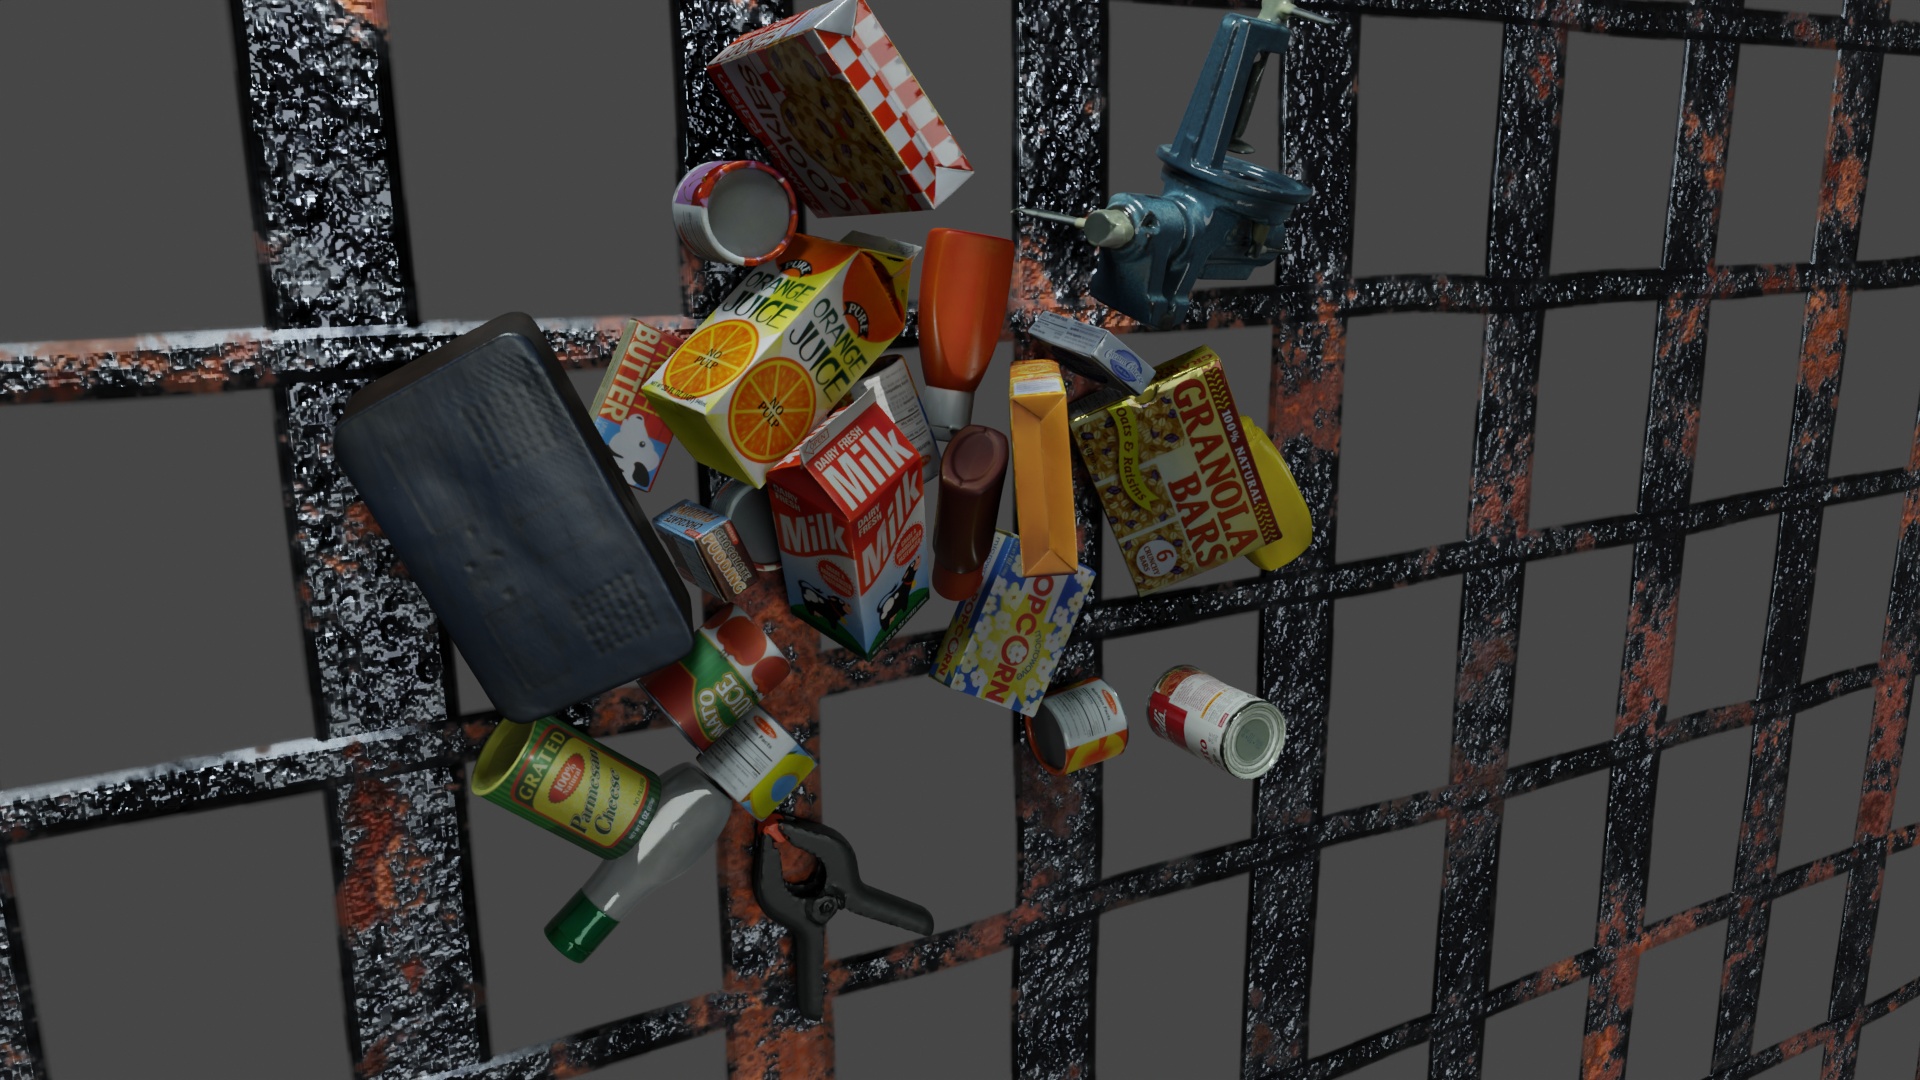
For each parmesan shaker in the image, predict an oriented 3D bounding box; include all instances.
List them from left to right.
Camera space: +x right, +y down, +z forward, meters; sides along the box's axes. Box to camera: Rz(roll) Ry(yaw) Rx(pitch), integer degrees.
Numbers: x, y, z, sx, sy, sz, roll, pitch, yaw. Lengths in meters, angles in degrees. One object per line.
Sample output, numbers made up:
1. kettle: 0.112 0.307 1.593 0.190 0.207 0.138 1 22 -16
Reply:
1. parmesan shaker: -0.255 0.156 0.910 0.103 0.071 0.071 37 82 -30

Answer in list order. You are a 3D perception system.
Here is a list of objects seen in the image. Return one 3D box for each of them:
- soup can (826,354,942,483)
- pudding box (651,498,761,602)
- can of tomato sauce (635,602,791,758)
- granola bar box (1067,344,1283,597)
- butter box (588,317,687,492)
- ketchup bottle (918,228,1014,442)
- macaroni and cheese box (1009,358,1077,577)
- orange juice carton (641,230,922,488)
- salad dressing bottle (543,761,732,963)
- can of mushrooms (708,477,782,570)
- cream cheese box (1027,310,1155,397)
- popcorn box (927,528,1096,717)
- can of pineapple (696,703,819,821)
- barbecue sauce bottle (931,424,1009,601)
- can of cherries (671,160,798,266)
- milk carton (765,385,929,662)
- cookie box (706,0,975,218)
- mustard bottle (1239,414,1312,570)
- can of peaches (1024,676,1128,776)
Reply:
1. soup can: -0.057 -0.079 0.967 0.071 0.071 0.083 -28 109 -21
2. pudding box: -0.168 0.005 0.913 0.030 0.084 0.049 -34 115 -21
3. can of tomato sauce: -0.165 0.094 0.943 0.083 0.071 0.071 -42 118 -15
4. granola bar box: 0.167 -0.052 1.086 0.124 0.039 0.165 -23 114 4
5. butter box: -0.209 -0.088 0.904 0.053 0.024 0.103 24 89 -30
6. ketchup bottle: -0.002 -0.145 0.995 0.065 0.043 0.148 4 100 -29
7. macaroni and cheese box: 0.056 -0.057 0.980 0.040 0.167 0.123 -4 105 3
8. orange juice carton: -0.107 -0.134 0.906 0.193 0.072 0.072 -51 137 -19
9. salad dressing bottle: -0.222 0.222 0.956 0.148 0.044 0.064 -48 126 -10
10. can of mushrooms: -0.135 -0.013 0.957 0.071 0.033 0.071 -7 104 -28
11. cream cheese box: 0.094 -0.137 1.016 0.053 0.104 0.024 35 90 -29
12. popcorn box: 0.040 0.063 1.069 0.085 0.038 0.126 24 89 -32
13. can of pineapple: -0.142 0.154 0.973 0.058 0.071 0.071 -46 119 -12
14. barbecue sauce bottle: 0.004 -0.012 0.985 0.147 0.044 0.065 98 12 -53
15. can of cherries: -0.143 -0.212 0.892 0.072 0.058 0.071 -7 105 -27
16. milk carton: -0.072 -0.014 0.911 0.073 0.073 0.189 -45 152 -31
17. cookie box: -0.078 -0.260 0.855 0.040 0.167 0.122 -46 119 -16
18. mustard bottle: 0.239 -0.053 1.147 0.065 0.049 0.159 -33 115 -12
19. can of peaches: 0.091 0.149 1.102 0.058 0.071 0.071 -15 108 -26
